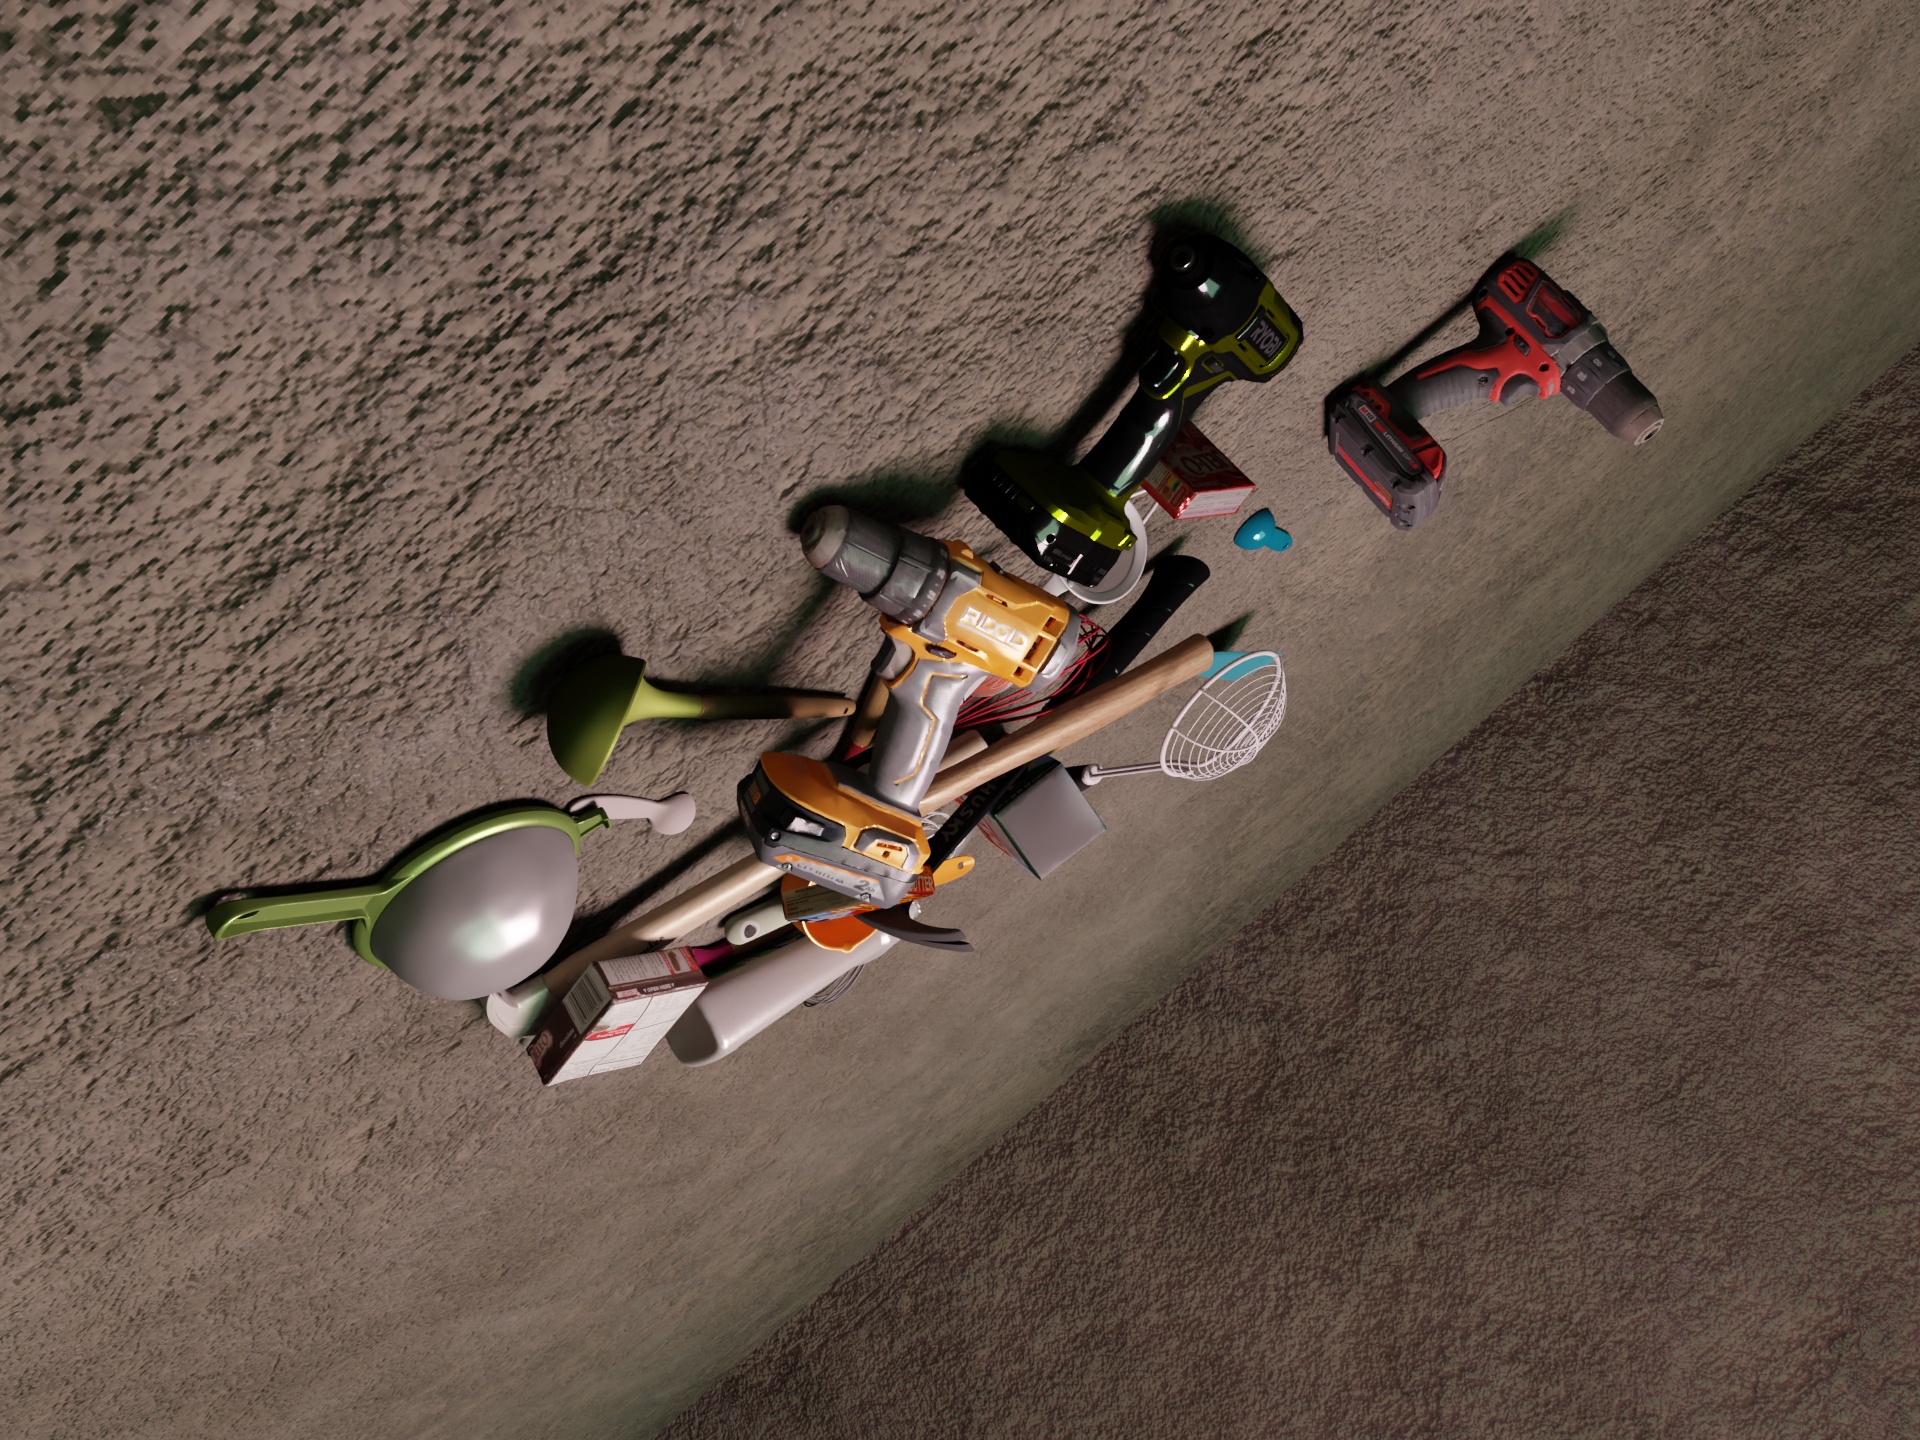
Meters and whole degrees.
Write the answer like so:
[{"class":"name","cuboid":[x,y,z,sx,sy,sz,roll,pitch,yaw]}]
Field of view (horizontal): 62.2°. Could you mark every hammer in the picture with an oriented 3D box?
[{"class":"hammer","cuboid":[0.056,0.015,1.189,0.331,0.031,0.130,-27,153,-24]},{"class":"hammer","cuboid":[-0.159,0.113,1.172,0.410,0.038,0.146,-29,156,-11]},{"class":"hammer","cuboid":[0.065,0.014,1.272,0.409,0.149,0.036,-47,141,-16]}]

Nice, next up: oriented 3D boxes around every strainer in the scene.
[{"class":"strainer","cuboid":[-0.315,0.124,0.934,0.151,0.069,0.256,-46,159,20]},{"class":"strainer","cuboid":[0.053,-0.083,1.110,0.258,0.086,0.050,-47,-159,-30]}]

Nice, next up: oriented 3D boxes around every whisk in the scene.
[{"class":"whisk","cuboid":[-0.002,-0.004,1.182,0.296,0.073,0.073,-32,158,-26]},{"class":"whisk","cuboid":[-0.072,0.181,1.514,0.239,0.055,0.055,-46,159,3]},{"class":"whisk","cuboid":[-0.098,0.138,1.384,0.246,0.059,0.057,-22,116,-31]}]

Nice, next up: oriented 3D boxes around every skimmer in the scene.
[{"class":"skimmer","cuboid":[0.141,0.013,1.371,0.127,0.090,0.363,-24,-174,-32]}]

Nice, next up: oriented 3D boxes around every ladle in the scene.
[{"class":"ladle","cuboid":[-0.143,-0.003,0.998,0.078,0.062,0.320,-61,157,14]},{"class":"ladle","cuboid":[-0.067,-0.002,1.171,0.069,0.031,0.315,-22,151,-39]}]

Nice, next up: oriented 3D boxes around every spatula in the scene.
[{"class":"spatula","cuboid":[0.172,-0.011,1.538,0.317,0.044,0.082,-27,175,-28]}]

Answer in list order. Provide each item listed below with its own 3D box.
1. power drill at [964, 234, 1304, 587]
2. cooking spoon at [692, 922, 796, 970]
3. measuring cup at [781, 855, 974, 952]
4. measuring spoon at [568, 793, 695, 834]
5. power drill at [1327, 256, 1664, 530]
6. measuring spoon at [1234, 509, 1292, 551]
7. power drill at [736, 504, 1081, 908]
[{"class":"power drill","cuboid":[0.112,-0.200,1.011,0.223,0.080,0.171,-50,157,14]},{"class":"cooking spoon","cuboid":[-0.179,0.187,1.373,0.319,0.017,0.068,-23,156,-39]},{"class":"measuring cup","cuboid":[-0.071,0.132,1.341,0.173,0.052,0.095,-13,114,-34]},{"class":"measuring spoon","cuboid":[-0.216,0.064,1.057,0.034,0.018,0.124,-46,158,15]},{"class":"power drill","cuboid":[0.437,-0.253,1.305,0.226,0.188,0.080,-36,160,0]},{"class":"measuring spoon","cuboid":[0.286,-0.163,1.452,0.042,0.021,0.128,-47,157,18]},{"class":"power drill","cuboid":[-0.055,-0.012,0.979,0.185,0.084,0.226,25,105,-29]}]
